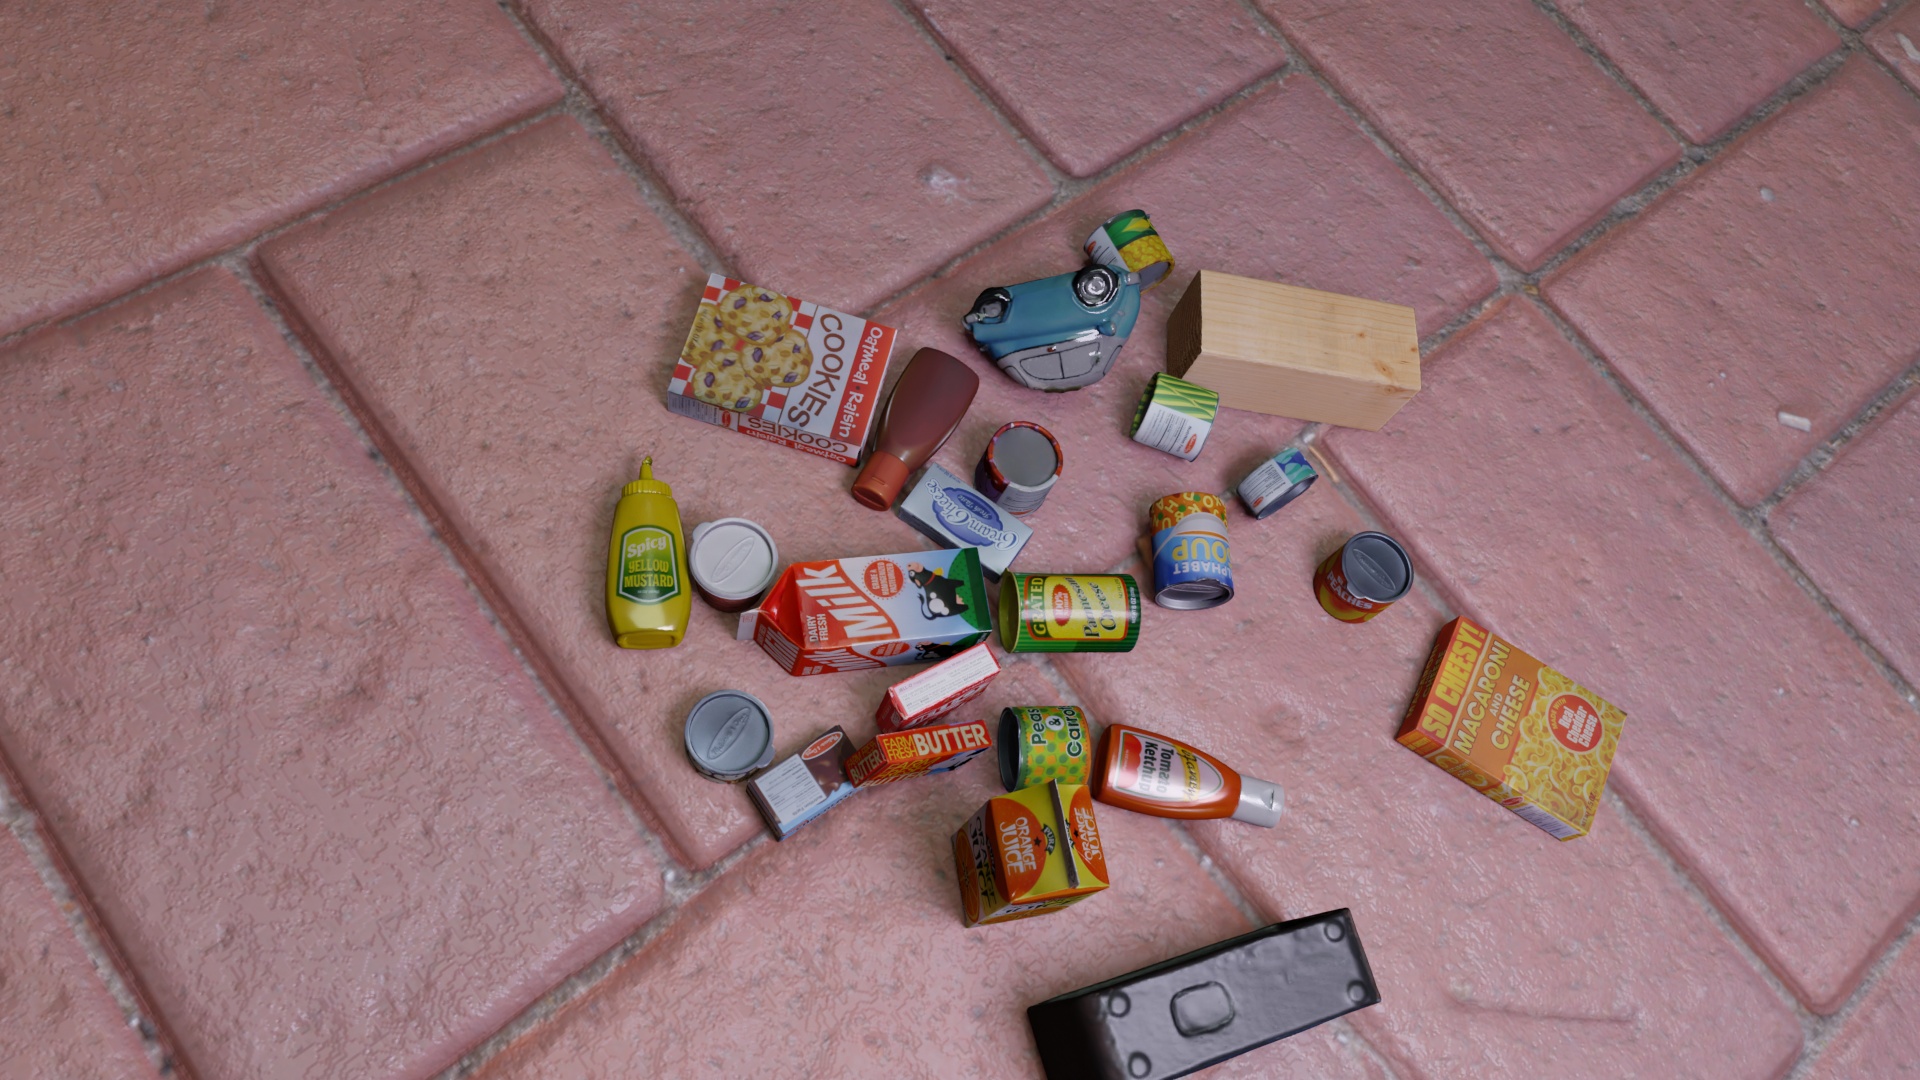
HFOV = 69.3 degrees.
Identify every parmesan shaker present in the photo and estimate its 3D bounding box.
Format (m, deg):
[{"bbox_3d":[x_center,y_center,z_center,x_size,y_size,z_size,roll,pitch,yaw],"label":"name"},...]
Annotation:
[{"bbox_3d":[0.088,0.056,1.130,0.103,0.071,0.071,1,67,-13],"label":"parmesan shaker"}]

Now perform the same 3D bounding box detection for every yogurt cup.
[{"bbox_3d":[-0.179,0.023,1.092,0.072,0.053,0.072,5,66,-11],"label":"yogurt cup"}]

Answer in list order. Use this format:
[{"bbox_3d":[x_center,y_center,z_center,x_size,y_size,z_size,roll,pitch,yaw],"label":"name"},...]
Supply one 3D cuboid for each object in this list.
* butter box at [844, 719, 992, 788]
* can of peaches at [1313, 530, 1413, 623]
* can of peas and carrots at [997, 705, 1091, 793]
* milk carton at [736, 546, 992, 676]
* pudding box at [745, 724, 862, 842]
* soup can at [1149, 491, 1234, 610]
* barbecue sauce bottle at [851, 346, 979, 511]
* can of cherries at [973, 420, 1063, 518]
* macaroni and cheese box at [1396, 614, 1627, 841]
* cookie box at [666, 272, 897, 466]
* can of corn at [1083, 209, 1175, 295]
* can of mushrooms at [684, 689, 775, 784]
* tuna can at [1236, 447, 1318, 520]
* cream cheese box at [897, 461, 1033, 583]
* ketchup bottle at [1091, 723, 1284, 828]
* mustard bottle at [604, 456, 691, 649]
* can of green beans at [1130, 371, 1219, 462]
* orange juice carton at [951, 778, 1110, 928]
[{"bbox_3d":[-0.031,0.160,1.046,0.104,0.053,0.024,-2,62,-40],"label":"butter box"},{"bbox_3d":[0.347,0.034,1.203,0.071,0.057,0.071,5,67,-11],"label":"can of peaches"},{"bbox_3d":[0.065,0.160,1.077,0.059,0.070,0.071,0,67,-13],"label":"can of peas and carrots"},{"bbox_3d":[-0.079,0.058,1.089,0.191,0.072,0.073,-5,69,-15],"label":"milk carton"},{"bbox_3d":[-0.114,0.183,1.049,0.084,0.030,0.050,-31,76,-23],"label":"pudding box"},{"bbox_3d":[0.196,0.008,1.173,0.071,0.071,0.084,4,66,-11],"label":"soup can"},{"bbox_3d":[-0.042,-0.093,1.180,0.065,0.043,0.149,29,64,1],"label":"barbecue sauce bottle"},{"bbox_3d":[0.048,-0.062,1.177,0.071,0.058,0.072,4,67,-10],"label":"can of cherries"},{"bbox_3d":[0.470,0.160,1.186,0.166,0.040,0.124,31,64,1],"label":"macaroni and cheese box"},{"bbox_3d":[-0.149,-0.145,1.181,0.167,0.040,0.123,16,64,-4],"label":"cookie box"},{"bbox_3d":[0.159,-0.264,1.287,0.071,0.071,0.058,-23,75,-21],"label":"can of corn"},{"bbox_3d":[-0.173,0.150,1.048,0.071,0.033,0.071,5,65,-11],"label":"can of mushrooms"},{"bbox_3d":[0.279,-0.051,1.222,0.071,0.070,0.033,-28,74,-22],"label":"tuna can"},{"bbox_3d":[0.004,-0.015,1.165,0.104,0.024,0.053,34,69,4],"label":"cream cheese box"},{"bbox_3d":[0.181,0.193,1.104,0.149,0.043,0.065,16,64,-6],"label":"ketchup bottle"},{"bbox_3d":[-0.246,0.004,1.087,0.065,0.048,0.161,-1,67,-15],"label":"mustard bottle"},{"bbox_3d":[0.189,-0.110,1.226,0.058,0.071,0.071,20,64,-3],"label":"can of green beans"},{"bbox_3d":[0.050,0.222,0.979,0.073,0.192,0.072,-6,69,-14],"label":"orange juice carton"}]
